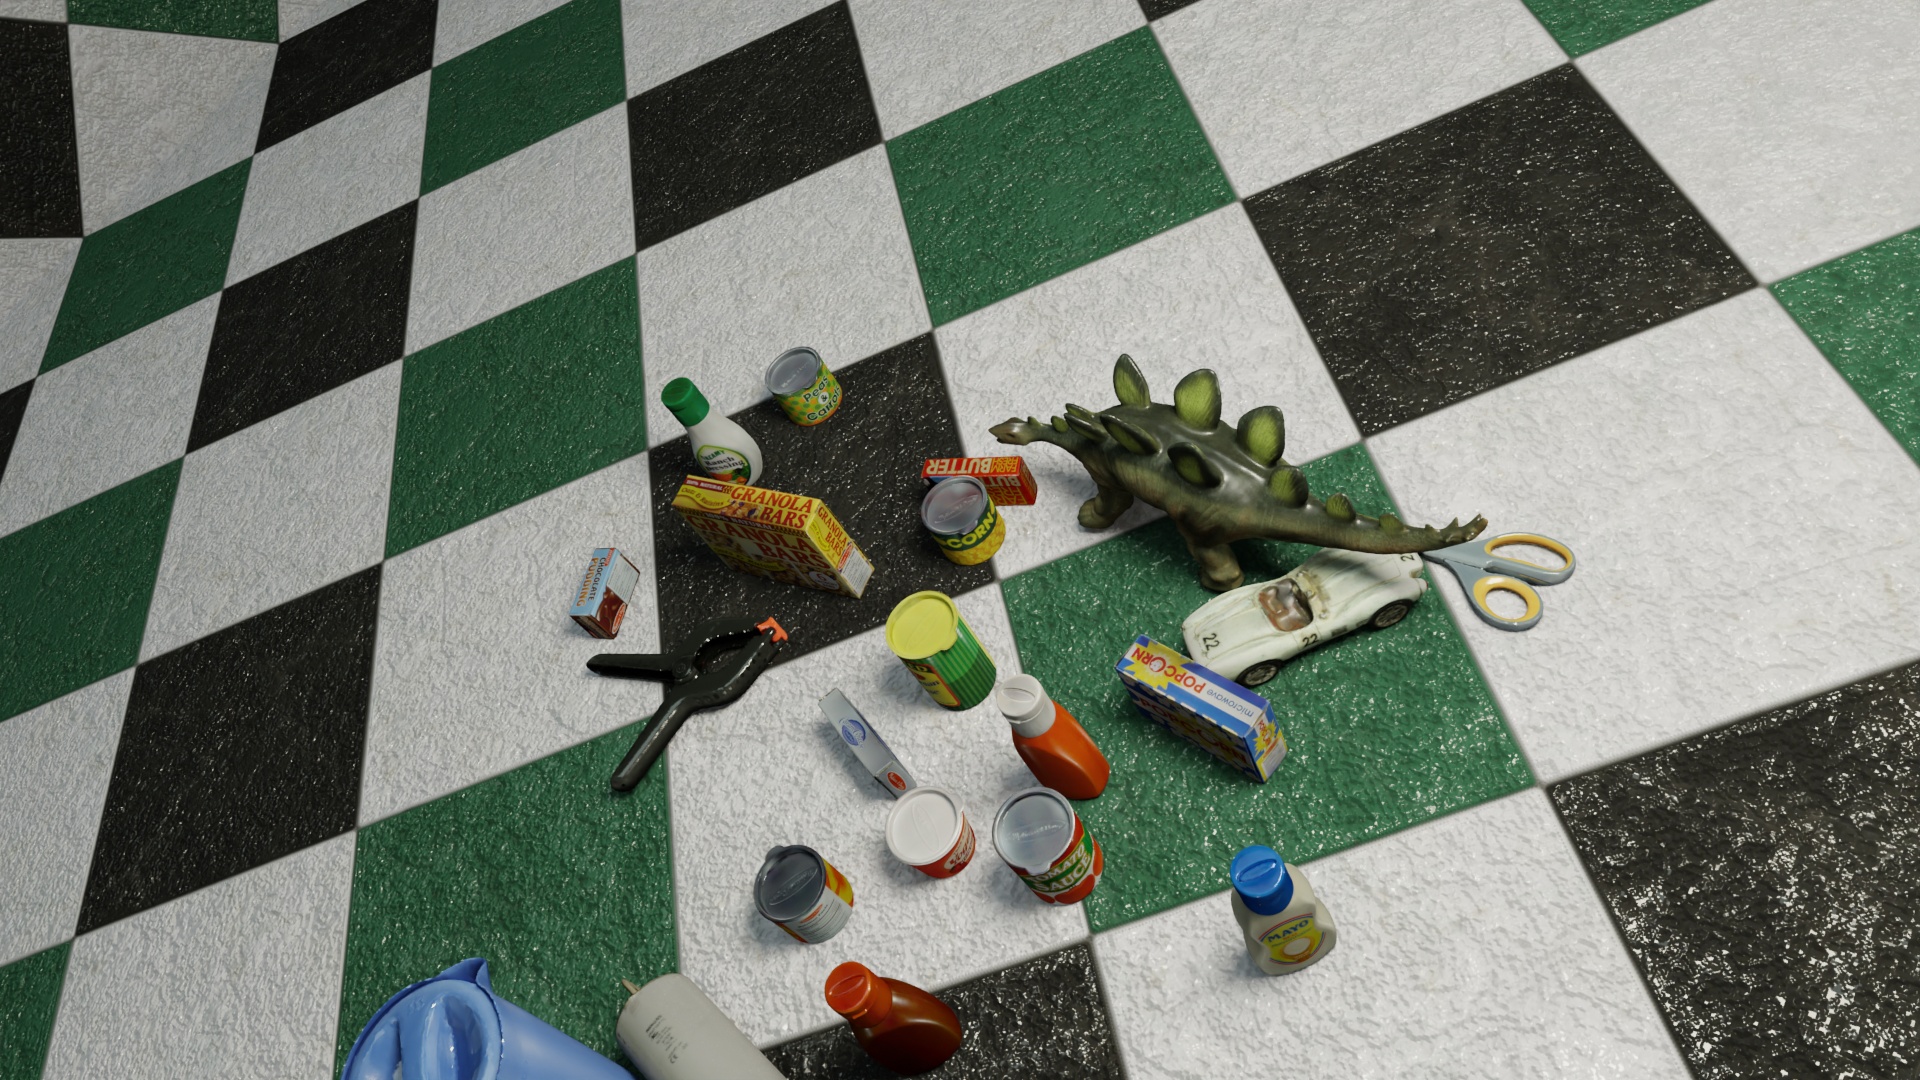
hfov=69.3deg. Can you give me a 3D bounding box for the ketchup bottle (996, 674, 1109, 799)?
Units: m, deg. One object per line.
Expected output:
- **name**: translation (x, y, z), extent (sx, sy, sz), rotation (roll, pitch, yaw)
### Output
- **ketchup bottle**: translation (0.069, 0.156, 1.101), extent (0.065, 0.148, 0.044), rotation (9, 61, 29)

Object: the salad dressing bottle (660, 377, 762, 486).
- **salad dressing bottle**: translation (-0.259, -0.111, 1.443), extent (0.064, 0.147, 0.044), rotation (-9, 54, 19)

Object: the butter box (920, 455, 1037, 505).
- **butter box**: translation (0.019, -0.056, 1.339), extent (0.103, 0.053, 0.024), rotation (-1, 57, 24)

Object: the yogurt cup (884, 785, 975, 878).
- **yogurt cup**: translation (-0.022, 0.243, 1.143), extent (0.072, 0.053, 0.073), rotation (-12, 53, 17)

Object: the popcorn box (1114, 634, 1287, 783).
- **popcorn box**: translation (0.192, 0.133, 1.103), extent (0.127, 0.085, 0.038), rotation (28, 72, 36)

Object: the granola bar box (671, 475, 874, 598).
- **granola bar box**: translation (-0.181, -0.004, 1.346), extent (0.165, 0.123, 0.039), rotation (11, 62, 30)

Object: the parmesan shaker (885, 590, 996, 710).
- **parmesan shaker**: translation (-0.014, 0.099, 1.210), extent (0.071, 0.102, 0.071), rotation (-12, 53, 17)

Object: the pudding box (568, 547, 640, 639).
- **pudding box**: translation (-0.368, 0.054, 1.439), extent (0.030, 0.049, 0.084), rotation (-2, 56, 24)

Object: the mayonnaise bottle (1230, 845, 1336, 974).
- **mayonnaise bottle**: translation (0.219, 0.255, 0.962), extent (0.065, 0.147, 0.041), rotation (-27, 50, 5)

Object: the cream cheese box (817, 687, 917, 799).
- **cream cheese box**: translation (-0.082, 0.178, 1.217), extent (0.024, 0.053, 0.104), rotation (-40, 50, -6)

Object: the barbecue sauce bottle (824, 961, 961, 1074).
- **barbecue sauce bottle**: translation (-0.052, 0.349, 1.019), extent (0.065, 0.148, 0.044), rotation (-28, 50, 4)

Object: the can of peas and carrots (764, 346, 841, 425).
- **can of peas and carrots**: translation (-0.167, -0.165, 1.498), extent (0.071, 0.058, 0.071), rotation (-12, 53, 17)

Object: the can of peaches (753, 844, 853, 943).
- **can of peaches**: translation (-0.130, 0.293, 1.154), extent (0.071, 0.058, 0.071), rotation (-12, 53, 17)

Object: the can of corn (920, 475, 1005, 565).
- **can of corn**: translation (0.005, -0.016, 1.313), extent (0.071, 0.058, 0.071), rotation (-12, 53, 17)

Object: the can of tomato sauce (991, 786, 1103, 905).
- **can of tomato sauce**: translation (0.070, 0.241, 1.083), extent (0.071, 0.082, 0.071), rotation (-12, 53, 17)
